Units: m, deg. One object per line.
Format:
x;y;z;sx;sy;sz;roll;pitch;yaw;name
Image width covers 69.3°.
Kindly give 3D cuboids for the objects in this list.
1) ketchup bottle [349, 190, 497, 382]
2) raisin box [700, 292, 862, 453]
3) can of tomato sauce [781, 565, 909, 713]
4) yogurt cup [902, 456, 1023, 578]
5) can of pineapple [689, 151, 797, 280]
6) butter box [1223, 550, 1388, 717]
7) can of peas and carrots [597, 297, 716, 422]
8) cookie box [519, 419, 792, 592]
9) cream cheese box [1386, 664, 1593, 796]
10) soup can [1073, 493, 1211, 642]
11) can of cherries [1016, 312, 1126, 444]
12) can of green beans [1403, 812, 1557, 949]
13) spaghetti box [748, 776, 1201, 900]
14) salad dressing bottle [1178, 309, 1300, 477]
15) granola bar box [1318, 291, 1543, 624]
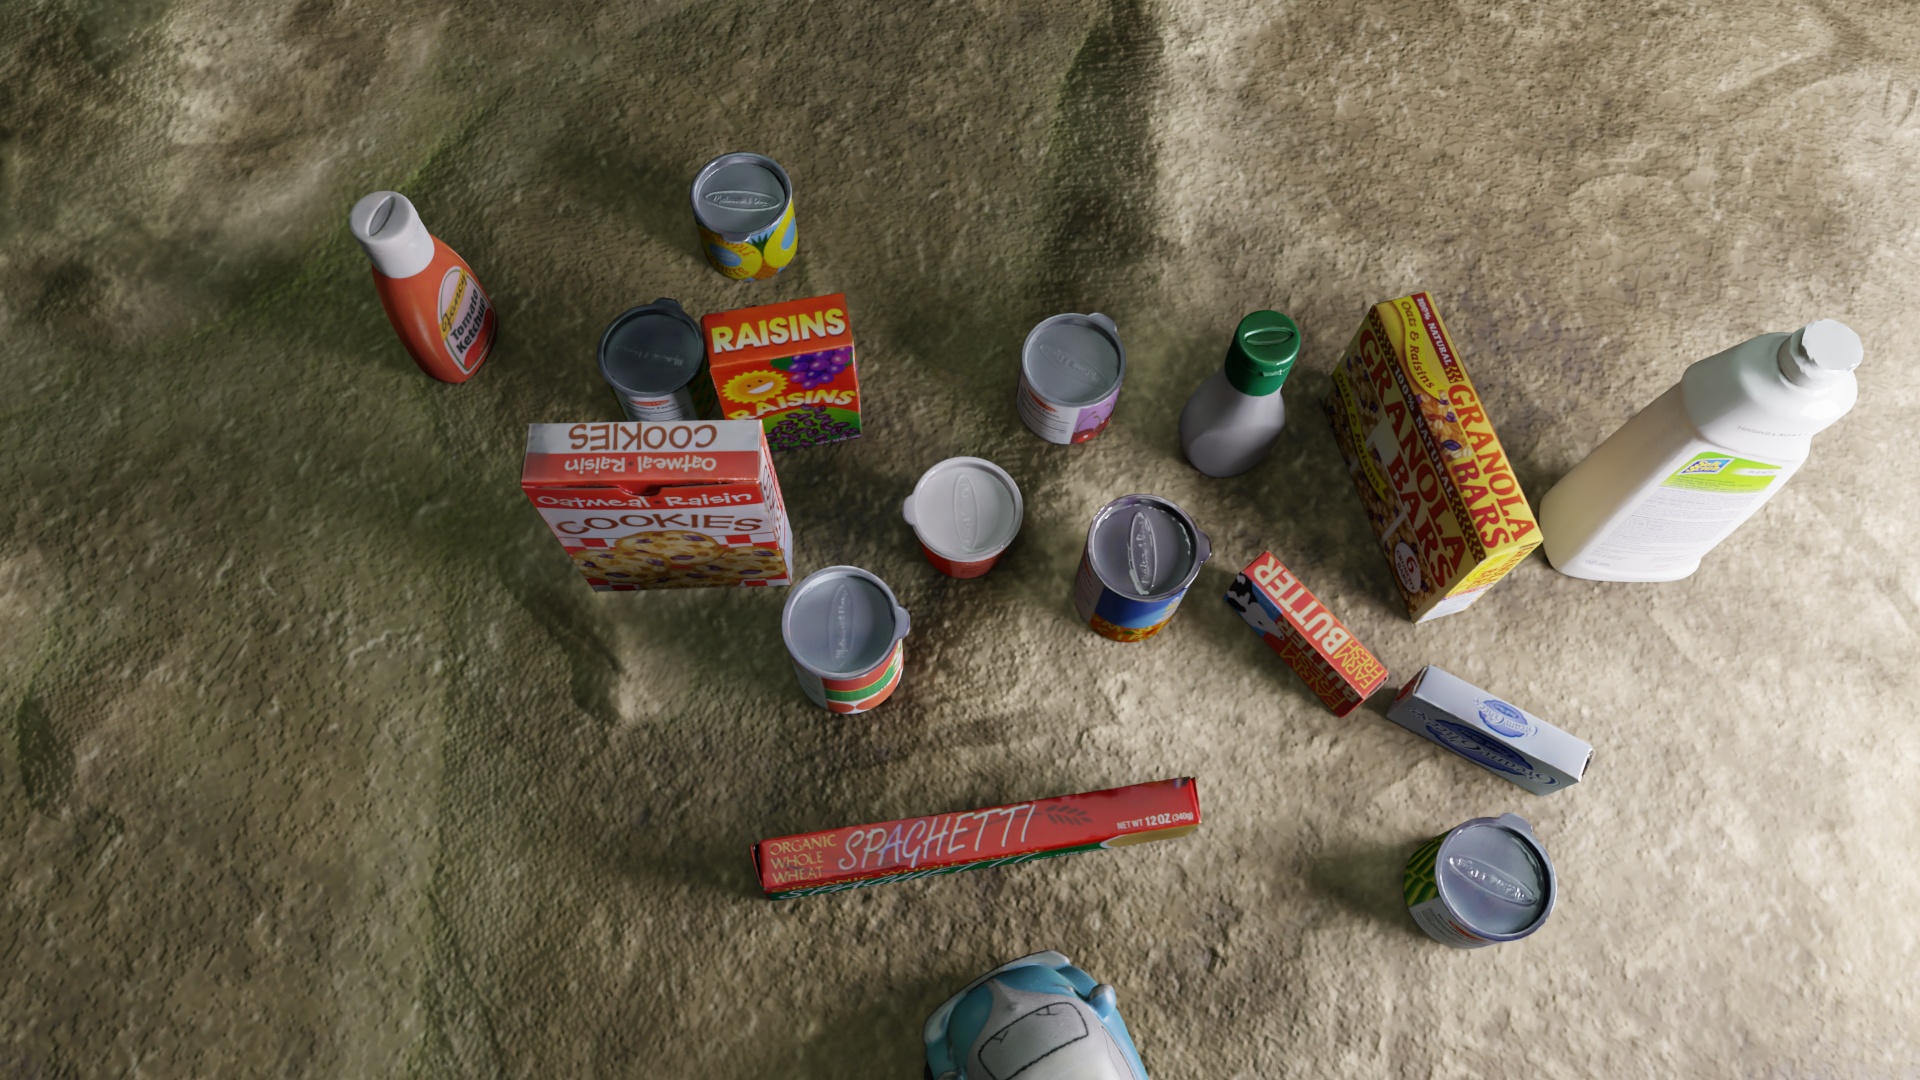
-0.330;-0.157;0.852;0.043;0.148;0.065;15;69;5;ketchup bottle
-0.106;-0.099;0.848;0.086;0.123;0.040;-9;69;-5;raisin box
-0.065;0.059;0.808;0.071;0.082;0.071;0;69;-1;can of tomato sauce
0.003;-0.011;0.853;0.072;0.053;0.072;0;69;-1;yogurt cup
-0.144;-0.214;0.928;0.071;0.057;0.071;0;69;-1;can of pineapple
0.206;0.057;0.832;0.024;0.053;0.103;-38;74;-14;butter box
-0.191;-0.110;0.885;0.071;0.058;0.071;0;69;-1;can of peas and carrots
-0.165;-0.015;0.790;0.123;0.166;0.040;-2;69;-2;cookie box
0.308;0.112;0.812;0.104;0.053;0.024;27;71;9;cream cheese box
0.107;0.018;0.828;0.071;0.083;0.071;0;69;-1;soup can
0.072;-0.104;0.889;0.071;0.058;0.072;0;69;-1;can of cherries
0.289;0.193;0.777;0.071;0.057;0.071;0;69;-1;can of green beans
0.009;0.169;0.785;0.250;0.050;0.029;-8;69;-4;spaghetti box
0.170;-0.086;0.837;0.064;0.147;0.044;-6;69;-3;salad dressing bottle
0.278;-0.047;0.836;0.039;0.123;0.166;-14;70;-7;granola bar box
